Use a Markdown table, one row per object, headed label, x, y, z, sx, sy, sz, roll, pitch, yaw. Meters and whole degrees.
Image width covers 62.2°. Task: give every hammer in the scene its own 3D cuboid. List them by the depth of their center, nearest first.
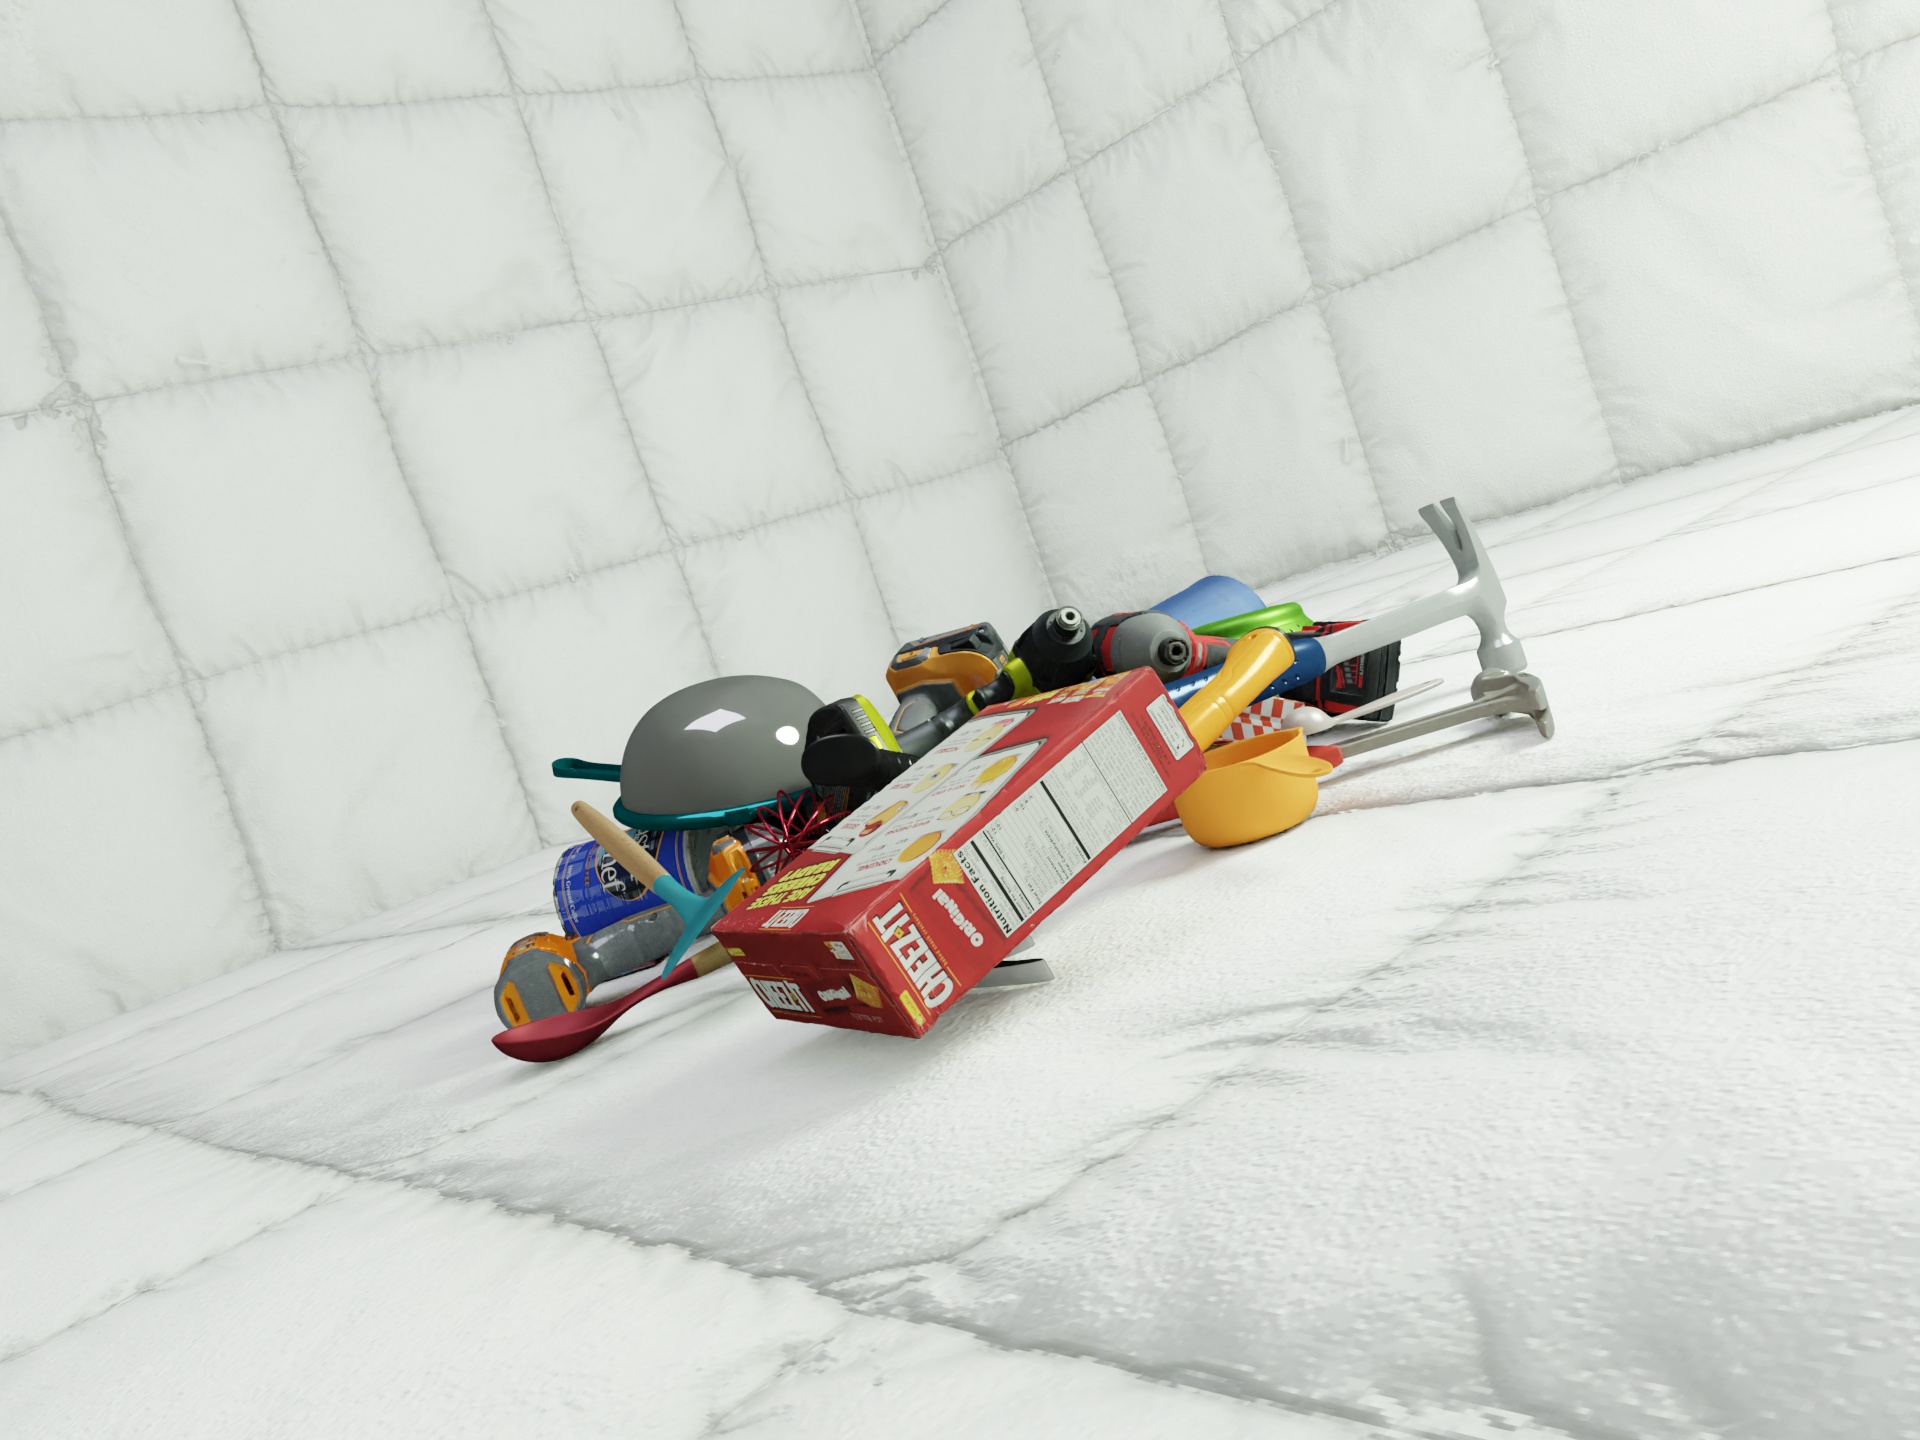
| label | x | y | z | sx | sy | sz | roll | pitch | yaw |
| --- | --- | --- | --- | --- | --- | --- | --- | --- | --- |
| hammer | 0.099 | 0.040 | 0.917 | 0.337 | 0.034 | 0.127 | -40 | 15 | -34 |
| hammer | 0.203 | 0.036 | 1.052 | 0.359 | 0.036 | 0.149 | -18 | 4 | 12 |
| hammer | -0.004 | 0.046 | 1.091 | 0.146 | 0.035 | 0.334 | -13 | -13 | 28 |
| hammer | 0.254 | -0.053 | 1.117 | 0.405 | 0.144 | 0.035 | -19 | 0 | -35 |

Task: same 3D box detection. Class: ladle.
| label | x | y | z | sx | sy | sz | roll | pitch | yaw |
| --- | --- | --- | --- | --- | --- | --- | --- | --- | --- |
| ladle | -0.152 | 0.149 | 1.043 | 0.315 | 0.031 | 0.069 | -26 | 8 | -17 |

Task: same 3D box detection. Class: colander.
| label | x | y | z | sx | sy | sz | roll | pitch | yaw |
| --- | --- | --- | --- | --- | --- | --- | --- | --- | --- |
| colander | 0.189 | -0.027 | 1.364 | 0.397 | 0.094 | 0.204 | -17 | 2 | -29 |

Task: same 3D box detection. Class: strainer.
| label | x | y | z | sx | sy | sz | roll | pitch | yaw |
| --- | --- | --- | --- | --- | --- | --- | --- | --- | --- |
| strainer | -0.239 | 0.013 | 1.346 | 0.340 | 0.095 | 0.211 | 2 | 17 | 38 |

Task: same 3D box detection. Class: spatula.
| label | x | y | z | sx | sy | sz | roll | pitch | yaw |
| --- | --- | --- | --- | --- | --- | --- | --- | --- | --- |
| spatula | -0.219 | 0.097 | 1.088 | 0.082 | 0.044 | 0.318 | -55 | 33 | -8 |

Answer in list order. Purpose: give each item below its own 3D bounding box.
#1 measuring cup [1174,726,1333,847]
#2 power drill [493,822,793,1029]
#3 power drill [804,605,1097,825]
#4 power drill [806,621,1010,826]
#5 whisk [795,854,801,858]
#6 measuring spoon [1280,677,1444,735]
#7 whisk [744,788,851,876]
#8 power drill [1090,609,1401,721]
| label | x | y | z | sx | sy | sz | roll | pitch | yaw |
| --- | --- | --- | --- | --- | --- | --- | --- | --- | --- |
| measuring cup | 0.183 | 0.045 | 0.931 | 0.095 | 0.052 | 0.174 | -20 | 6 | -11 |
| power drill | -0.229 | 0.154 | 1.167 | 0.226 | 0.084 | 0.164 | -24 | 5 | -13 |
| power drill | -0.002 | -0.004 | 1.204 | 0.223 | 0.080 | 0.171 | -27 | -20 | -20 |
| power drill | -0.018 | 0.009 | 1.398 | 0.185 | 0.084 | 0.226 | -13 | 32 | 35 |
| whisk | -0.046 | 0.092 | 1.415 | 0.239 | 0.055 | 0.055 | -23 | 4 | 2 |
| measuring spoon | 0.266 | -0.014 | 1.055 | 0.124 | 0.018 | 0.034 | -18 | 4 | -15 |
| whisk | -0.098 | 0.082 | 1.064 | 0.073 | 0.073 | 0.296 | -19 | -4 | -2 |
| power drill | 0.216 | -0.047 | 1.217 | 0.219 | 0.078 | 0.143 | 4 | 1 | -13 |
